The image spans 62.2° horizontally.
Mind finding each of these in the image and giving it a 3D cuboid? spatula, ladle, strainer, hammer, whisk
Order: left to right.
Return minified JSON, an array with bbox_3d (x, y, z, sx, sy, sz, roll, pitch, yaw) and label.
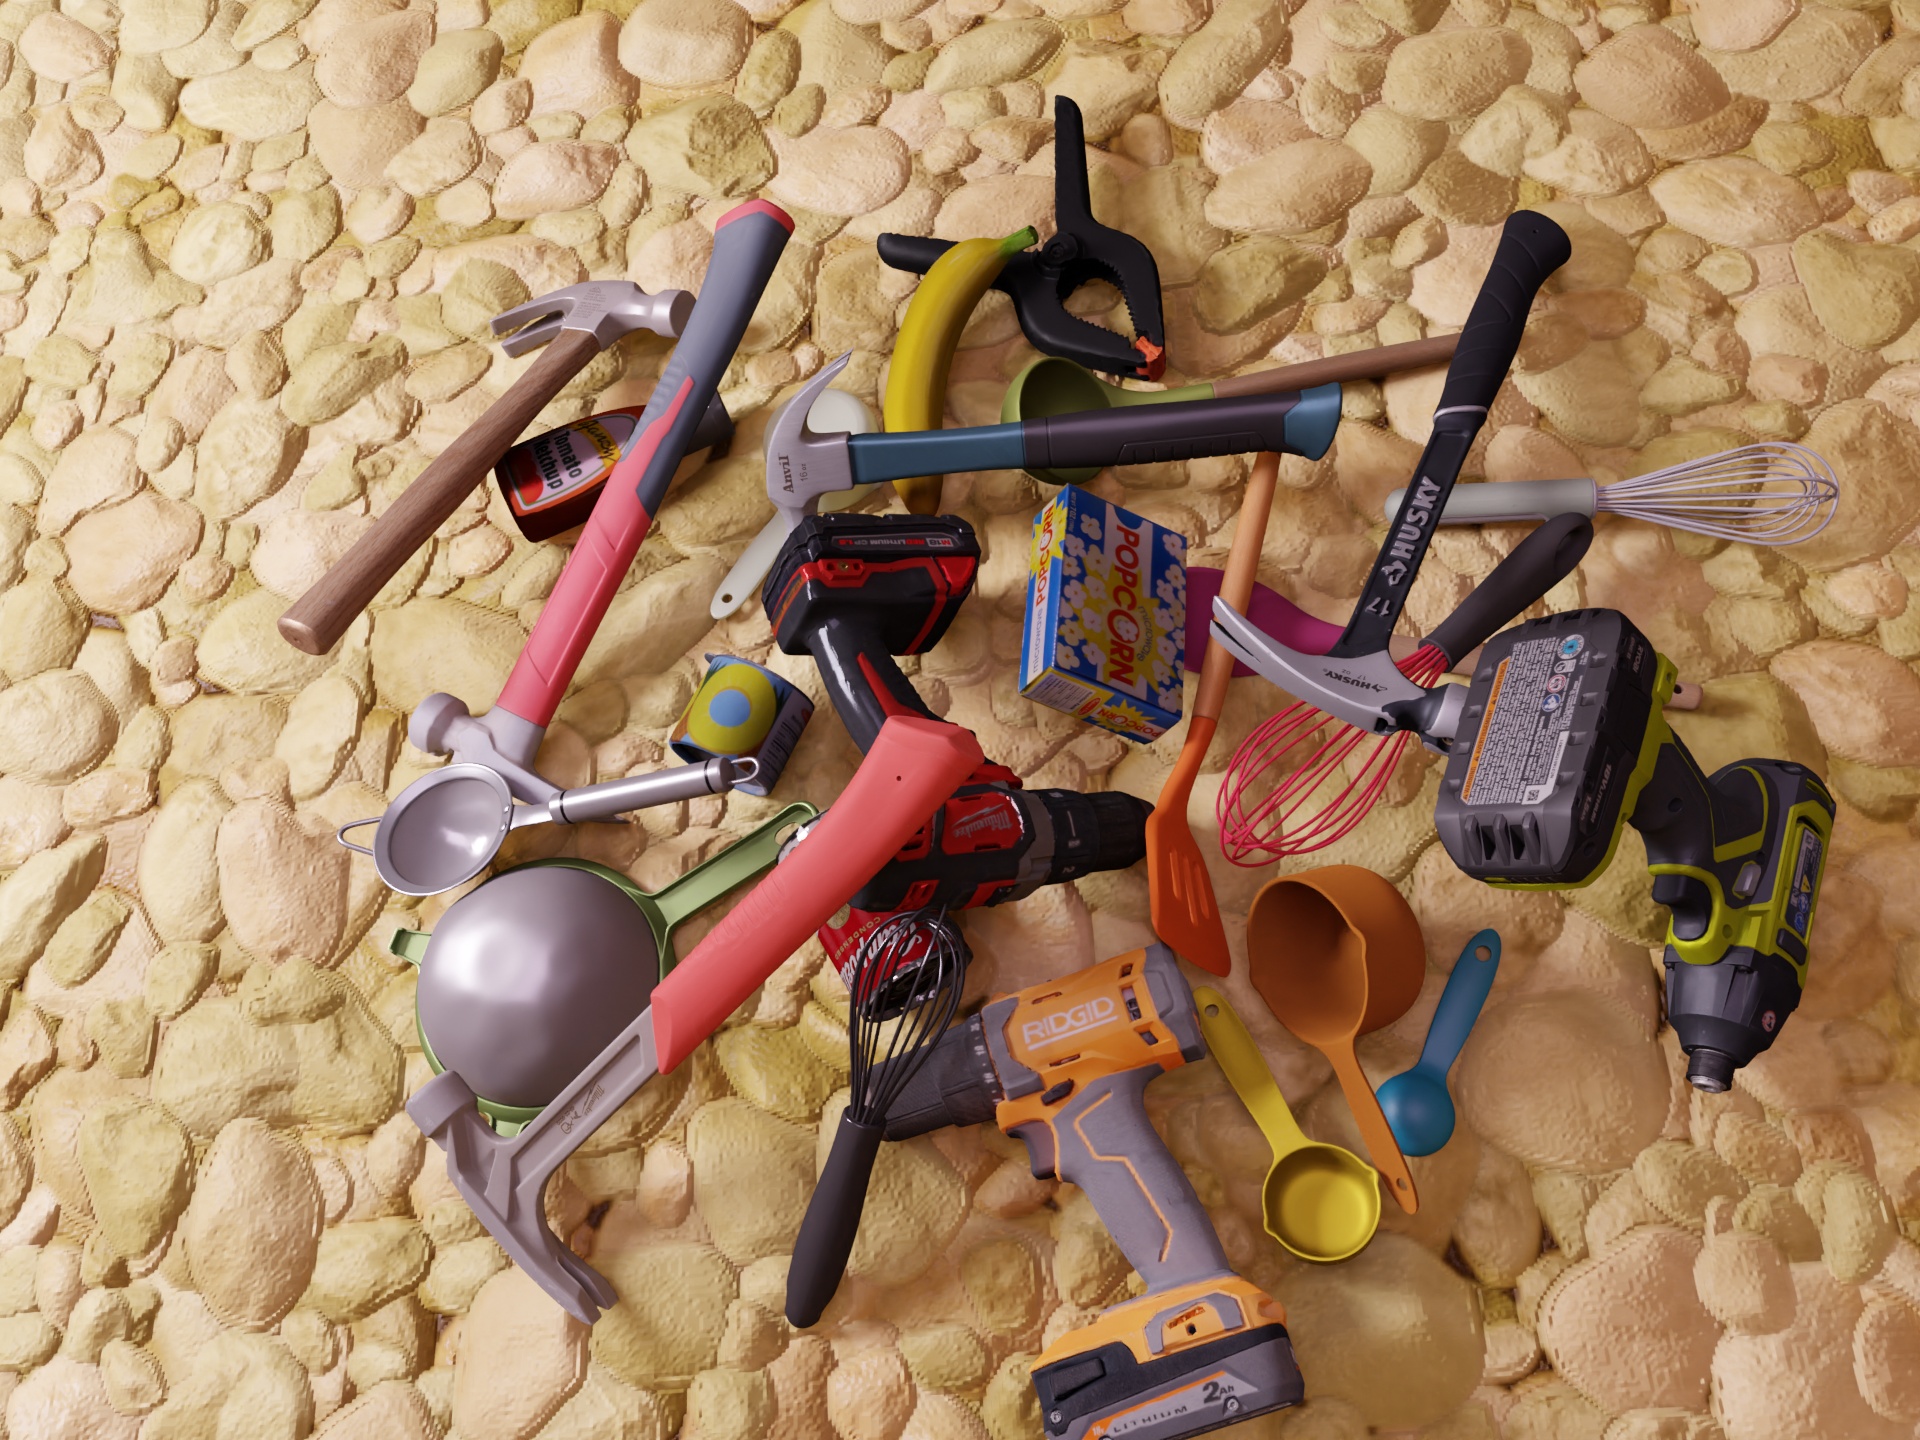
[{"bbox_3d":[-0.299,-0.165,0.975,0.130,0.031,0.331,12,53,28],"label":"hammer"},{"bbox_3d":[-0.225,0.052,0.880,0.258,0.050,0.087,-12,54,18],"label":"strainer"},{"bbox_3d":[-0.192,0.111,0.871,0.256,0.069,0.152,-32,67,-5],"label":"strainer"},{"bbox_3d":[-0.182,-0.130,0.948,0.143,0.038,0.386,24,84,15],"label":"hammer"},{"bbox_3d":[-0.116,0.136,0.774,0.359,0.036,0.149,-44,84,15],"label":"hammer"},{"bbox_3d":[-0.046,0.197,0.777,0.055,0.055,0.239,21,104,15],"label":"whisk"},{"bbox_3d":[0.051,-0.158,0.915,0.331,0.128,0.033,-4,27,6],"label":"hammer"},{"bbox_3d":[0.149,-0.021,0.883,0.041,0.081,0.323,0,66,40],"label":"spatula"},{"bbox_3d":[0.181,-0.204,0.965,0.320,0.062,0.078,-11,94,-1],"label":"ladle"},{"bbox_3d":[0.243,-0.023,0.858,0.296,0.073,0.073,-39,68,-16],"label":"whisk"},{"bbox_3d":[0.271,-0.158,0.896,0.149,0.036,0.409,20,58,16],"label":"hammer"},{"bbox_3d":[0.371,-0.126,0.913,0.246,0.057,0.059,-1,87,12],"label":"whisk"}]

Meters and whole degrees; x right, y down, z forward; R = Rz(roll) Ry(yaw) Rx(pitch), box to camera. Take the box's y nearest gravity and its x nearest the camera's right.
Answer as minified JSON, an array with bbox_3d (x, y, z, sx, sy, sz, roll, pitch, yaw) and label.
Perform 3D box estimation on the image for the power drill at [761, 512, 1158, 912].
[{"bbox_3d":[-0.001,-0.003,0.870,0.187,0.080,0.227,-3,58,-30],"label":"power drill"}]

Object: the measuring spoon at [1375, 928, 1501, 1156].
[{"bbox_3d":[0.251,0.162,0.817,0.042,0.021,0.129,24,74,16],"label":"measuring spoon"}]

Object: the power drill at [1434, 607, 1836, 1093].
[{"bbox_3d":[0.332,0.063,0.761,0.223,0.080,0.171,34,67,-27],"label":"power drill"}]

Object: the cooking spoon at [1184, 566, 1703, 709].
[{"bbox_3d":[0.252,-0.041,0.905,0.319,0.017,0.069,10,69,12],"label":"cooking spoon"}]

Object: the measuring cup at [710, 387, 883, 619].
[{"bbox_3d":[-0.109,-0.136,0.980,0.083,0.038,0.168,26,71,17],"label":"measuring cup"}]

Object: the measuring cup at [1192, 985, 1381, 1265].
[{"bbox_3d":[0.160,0.205,0.816,0.062,0.029,0.157,-27,55,-1],"label":"measuring cup"}]

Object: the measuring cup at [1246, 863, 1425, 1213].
[{"bbox_3d":[0.208,0.155,0.800,0.052,0.095,0.174,-13,76,-30],"label":"measuring cup"}]

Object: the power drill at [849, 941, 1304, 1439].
[{"bbox_3d":[0.052,0.240,0.782,0.185,0.084,0.226,-20,62,6],"label":"power drill"}]
